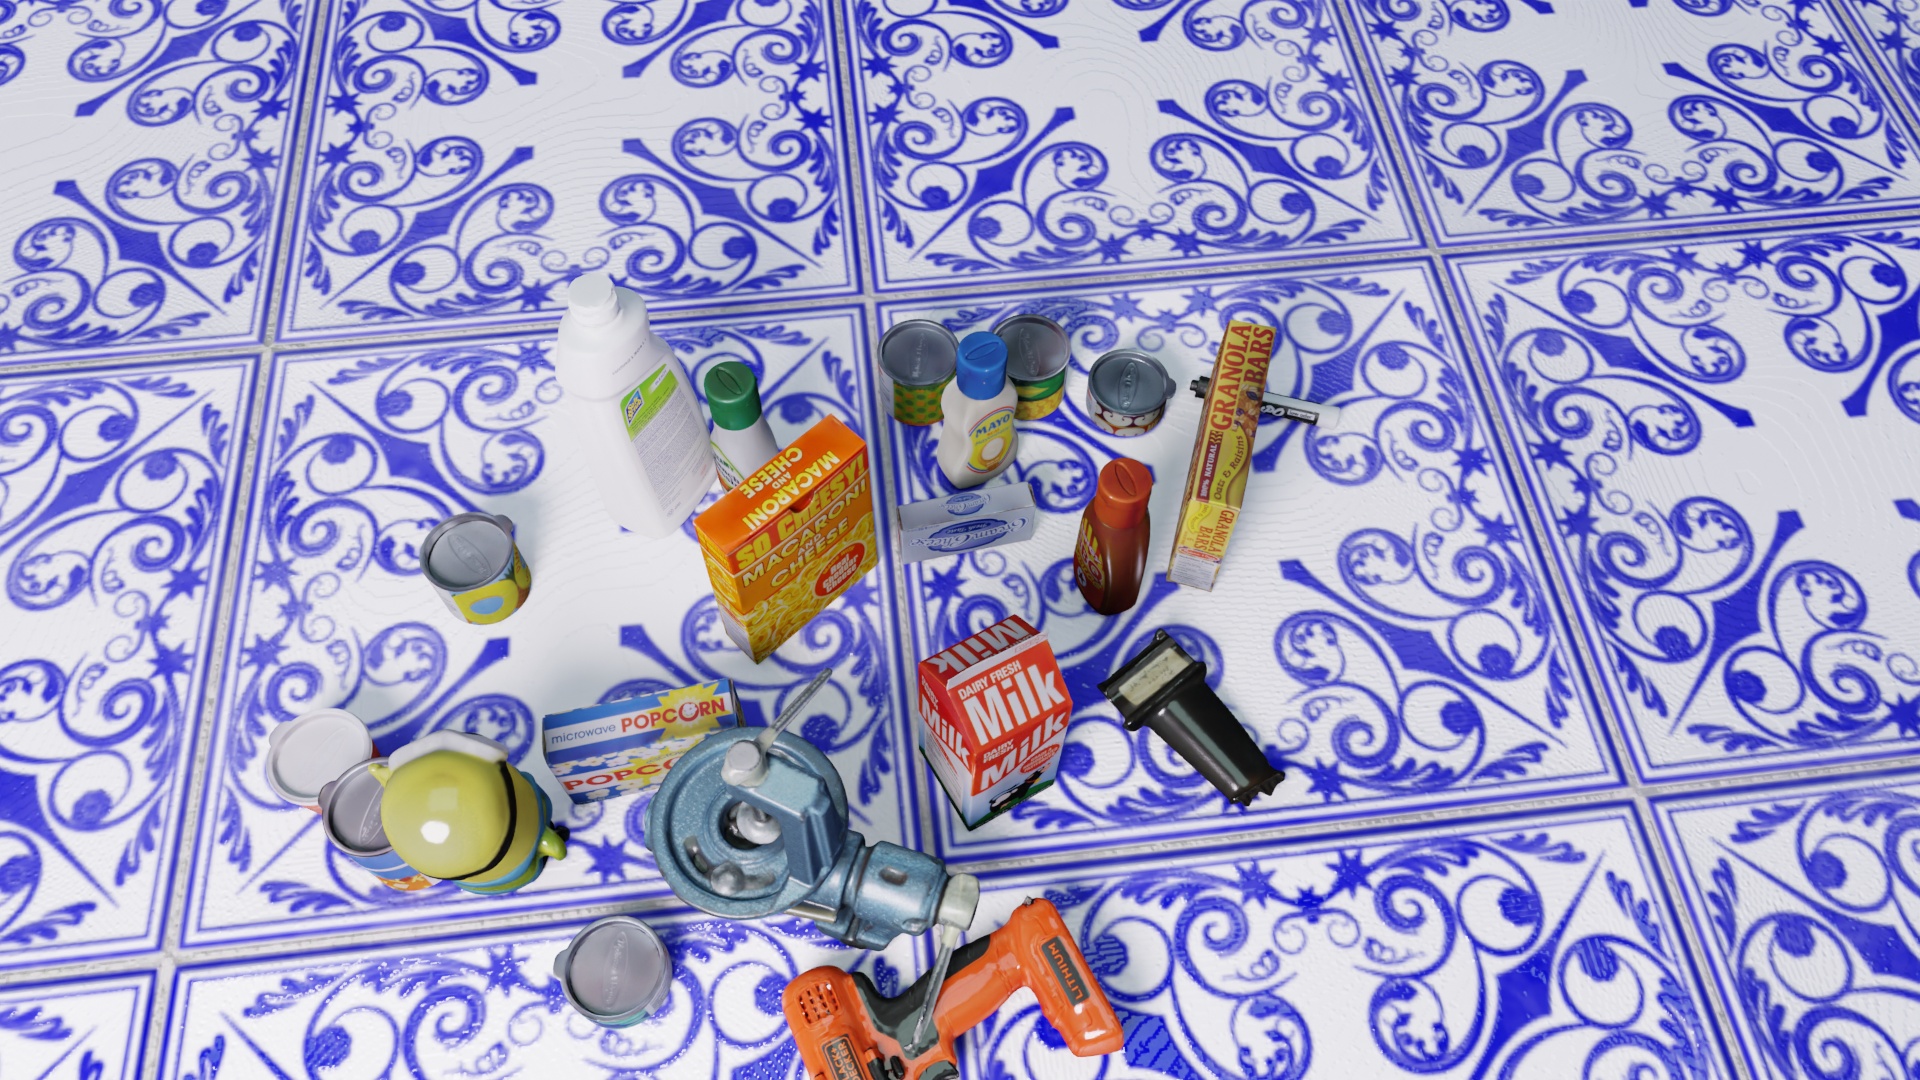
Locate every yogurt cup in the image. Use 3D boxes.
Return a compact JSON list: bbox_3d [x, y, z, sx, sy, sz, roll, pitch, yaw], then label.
[{"bbox_3d":[-0.427,0.155,0.945,0.072,0.053,0.073,0,60,-1],"label":"yogurt cup"}]

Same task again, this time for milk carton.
[{"bbox_3d":[0.020,0.113,0.899,0.072,0.189,0.073,-27,64,-15],"label":"milk carton"}]

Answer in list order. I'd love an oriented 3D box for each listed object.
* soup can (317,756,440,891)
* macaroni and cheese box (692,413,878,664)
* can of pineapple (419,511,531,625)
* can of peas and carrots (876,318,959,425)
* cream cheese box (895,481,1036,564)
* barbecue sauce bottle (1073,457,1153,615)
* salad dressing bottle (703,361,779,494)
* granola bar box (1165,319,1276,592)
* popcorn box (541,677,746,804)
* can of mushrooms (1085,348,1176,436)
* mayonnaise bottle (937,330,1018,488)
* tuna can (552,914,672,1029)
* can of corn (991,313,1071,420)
[{"bbox_3d":[-0.371,0.186,0.911,0.071,0.083,0.071,0,60,-1],"label":"soup can"},{"bbox_3d":[-0.116,0.003,0.974,0.040,0.165,0.124,41,68,20],"label":"macaroni and cheese box"},{"bbox_3d":[-0.353,0.021,1.021,0.071,0.057,0.071,0,60,-1],"label":"can of pineapple"},{"bbox_3d":[-0.031,-0.134,1.116,0.071,0.058,0.071,0,60,-1],"label":"can of peas and carrots"},{"bbox_3d":[0.004,-0.013,1.050,0.104,0.053,0.024,-11,61,-7],"label":"cream cheese box"},{"bbox_3d":[0.110,-0.005,0.993,0.044,0.147,0.065,-17,62,-10],"label":"barbecue sauce bottle"},{"bbox_3d":[-0.162,-0.076,1.029,0.044,0.147,0.064,-35,67,-19],"label":"salad dressing bottle"},{"bbox_3d":[0.194,-0.063,1.042,0.039,0.123,0.166,13,61,7],"label":"granola bar box"},{"bbox_3d":[-0.210,0.137,0.941,0.127,0.084,0.038,-11,61,-7],"label":"popcorn box"},{"bbox_3d":[0.137,-0.119,1.125,0.071,0.033,0.071,0,60,-1],"label":"can of mushrooms"},{"bbox_3d":[0.014,-0.098,1.045,0.065,0.147,0.041,-29,65,-16],"label":"mayonnaise bottle"},{"bbox_3d":[-0.222,0.277,0.890,0.071,0.032,0.071,0,60,-1],"label":"tuna can"},{"bbox_3d":[0.051,-0.139,1.120,0.071,0.058,0.071,0,60,-1],"label":"can of corn"}]
